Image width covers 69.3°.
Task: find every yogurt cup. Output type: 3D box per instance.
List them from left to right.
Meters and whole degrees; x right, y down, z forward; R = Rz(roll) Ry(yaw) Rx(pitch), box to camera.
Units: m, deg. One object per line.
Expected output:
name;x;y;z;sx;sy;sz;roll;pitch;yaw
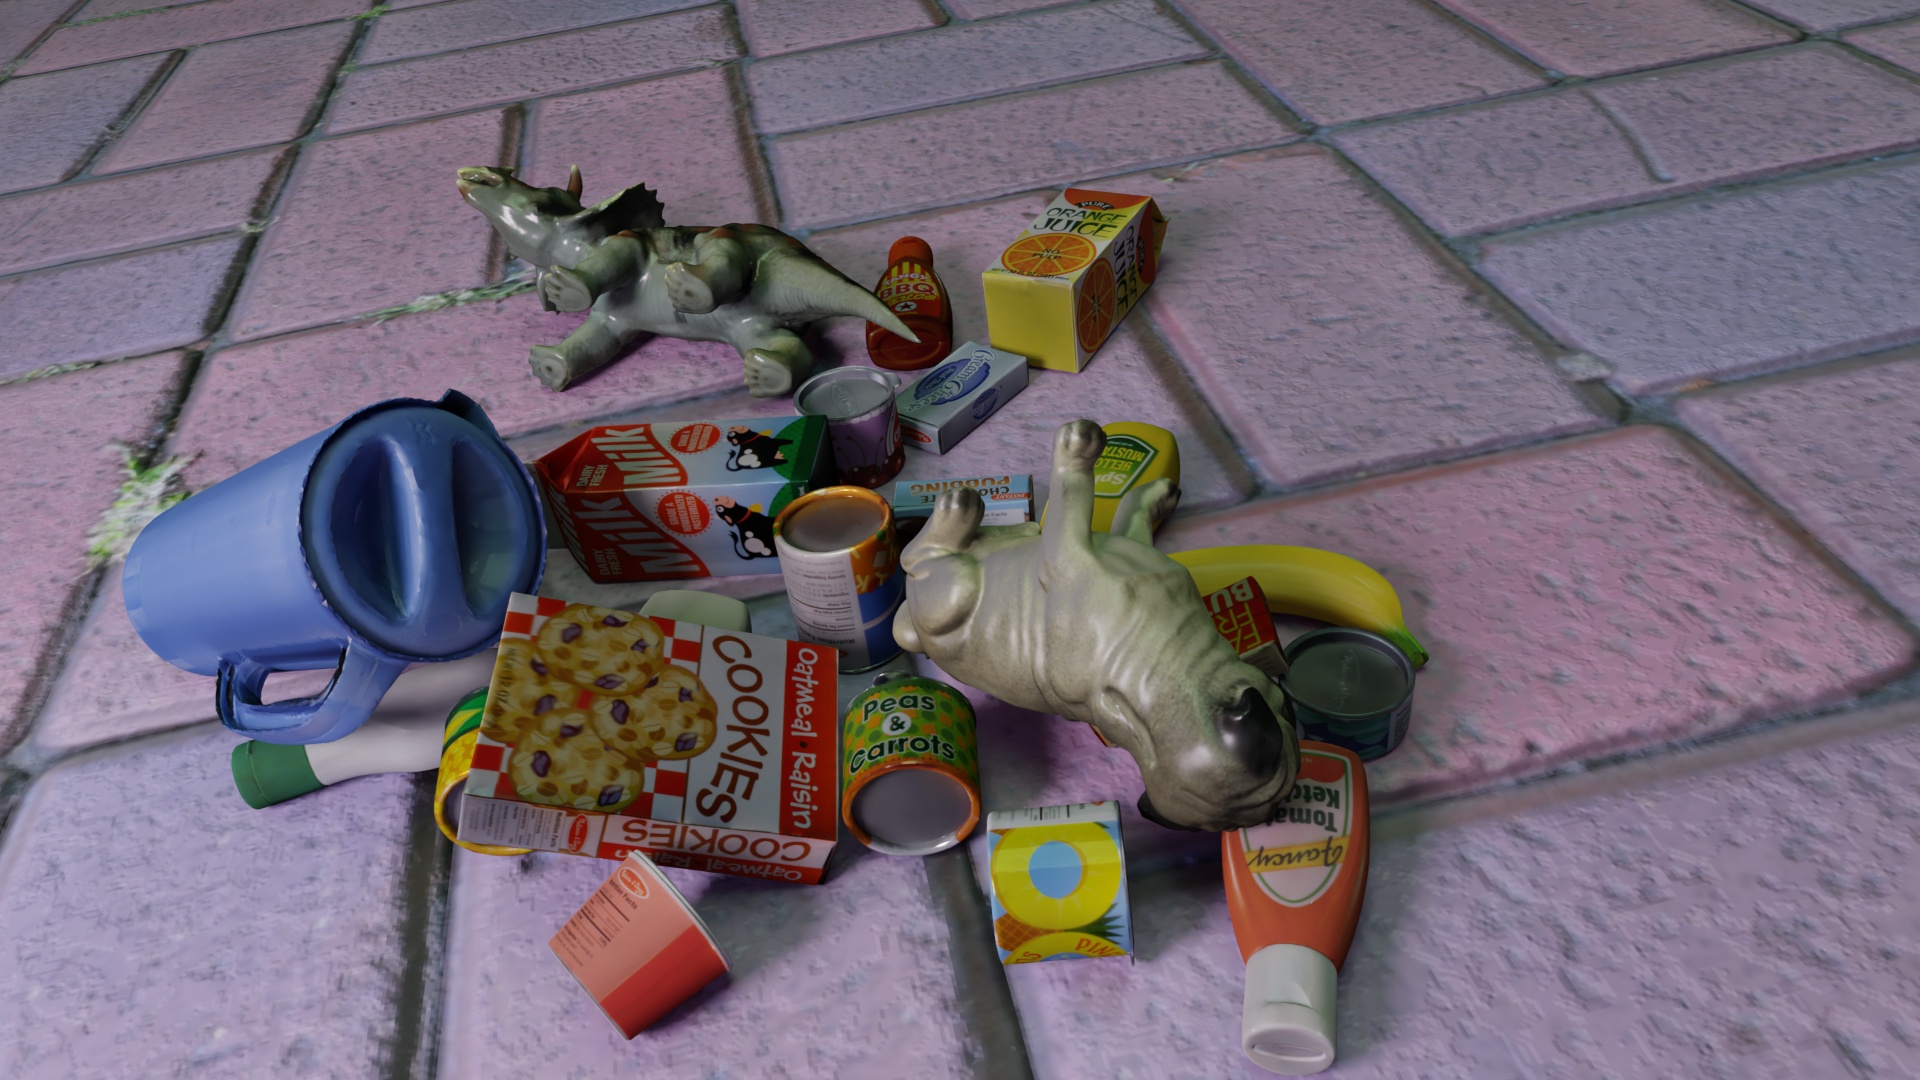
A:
yogurt cup;-0.140;0.177;0.601;0.054;0.072;0.072;-39;47;-23

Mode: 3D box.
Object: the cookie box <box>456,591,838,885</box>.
cookie box;-0.143;0.095;0.670;0.167;0.040;0.123;11;41;-15

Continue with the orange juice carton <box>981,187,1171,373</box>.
orange juice carton;0.093;-0.209;1.049;0.072;0.072;0.194;13;42;25

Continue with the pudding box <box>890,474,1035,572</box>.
pudding box;0.003;-0.010;0.828;0.084;0.049;0.030;-4;36;6

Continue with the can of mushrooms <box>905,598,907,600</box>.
can of mushrooms;0.005;0.039;0.777;0.071;0.033;0.071;-5;38;4

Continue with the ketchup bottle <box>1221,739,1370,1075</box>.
ketchup bottle;0.143;0.153;0.596;0.065;0.043;0.150;0;39;15

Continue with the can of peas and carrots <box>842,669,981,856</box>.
can of peas and carrots;-0.024;0.106;0.664;0.071;0.070;0.059;-7;38;2

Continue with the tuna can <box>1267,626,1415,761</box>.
tuna can;0.189;0.076;0.695;0.071;0.032;0.071;-5;37;4

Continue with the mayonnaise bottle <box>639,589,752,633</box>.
mayonnaise bottle;-0.159;0.088;0.737;0.065;0.041;0.149;7;41;7

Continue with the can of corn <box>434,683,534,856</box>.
can of corn;-0.228;0.116;0.695;0.071;0.070;0.058;-12;38;-5

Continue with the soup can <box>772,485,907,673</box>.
soup can;-0.063;0.019;0.773;0.071;0.083;0.072;-5;37;4

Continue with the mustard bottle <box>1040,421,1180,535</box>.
mustard bottle;0.080;-0.011;0.815;0.065;0.048;0.161;7;39;26

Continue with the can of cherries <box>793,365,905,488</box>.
can of cherries;-0.070;-0.074;0.916;0.071;0.058;0.072;-5;36;4

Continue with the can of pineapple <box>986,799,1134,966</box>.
can of pineapple;0.043;0.150;0.601;0.058;0.070;0.071;-6;37;4

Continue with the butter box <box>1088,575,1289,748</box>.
butter box;0.112;0.062;0.707;0.103;0.024;0.053;-26;35;14

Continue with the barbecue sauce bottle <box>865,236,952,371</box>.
barbecue sauce bottle;-0.039;-0.185;1.067;0.065;0.043;0.149;-7;37;4

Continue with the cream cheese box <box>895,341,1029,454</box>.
cream cheese box;-0.003;-0.101;0.967;0.053;0.024;0.104;22;46;32

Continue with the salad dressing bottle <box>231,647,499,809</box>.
salad dressing bottle;-0.308;0.102;0.745;0.148;0.043;0.064;-18;39;-10

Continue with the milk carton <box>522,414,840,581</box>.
milk carton;-0.175;-0.025;0.861;0.191;0.072;0.074;-3;38;7
